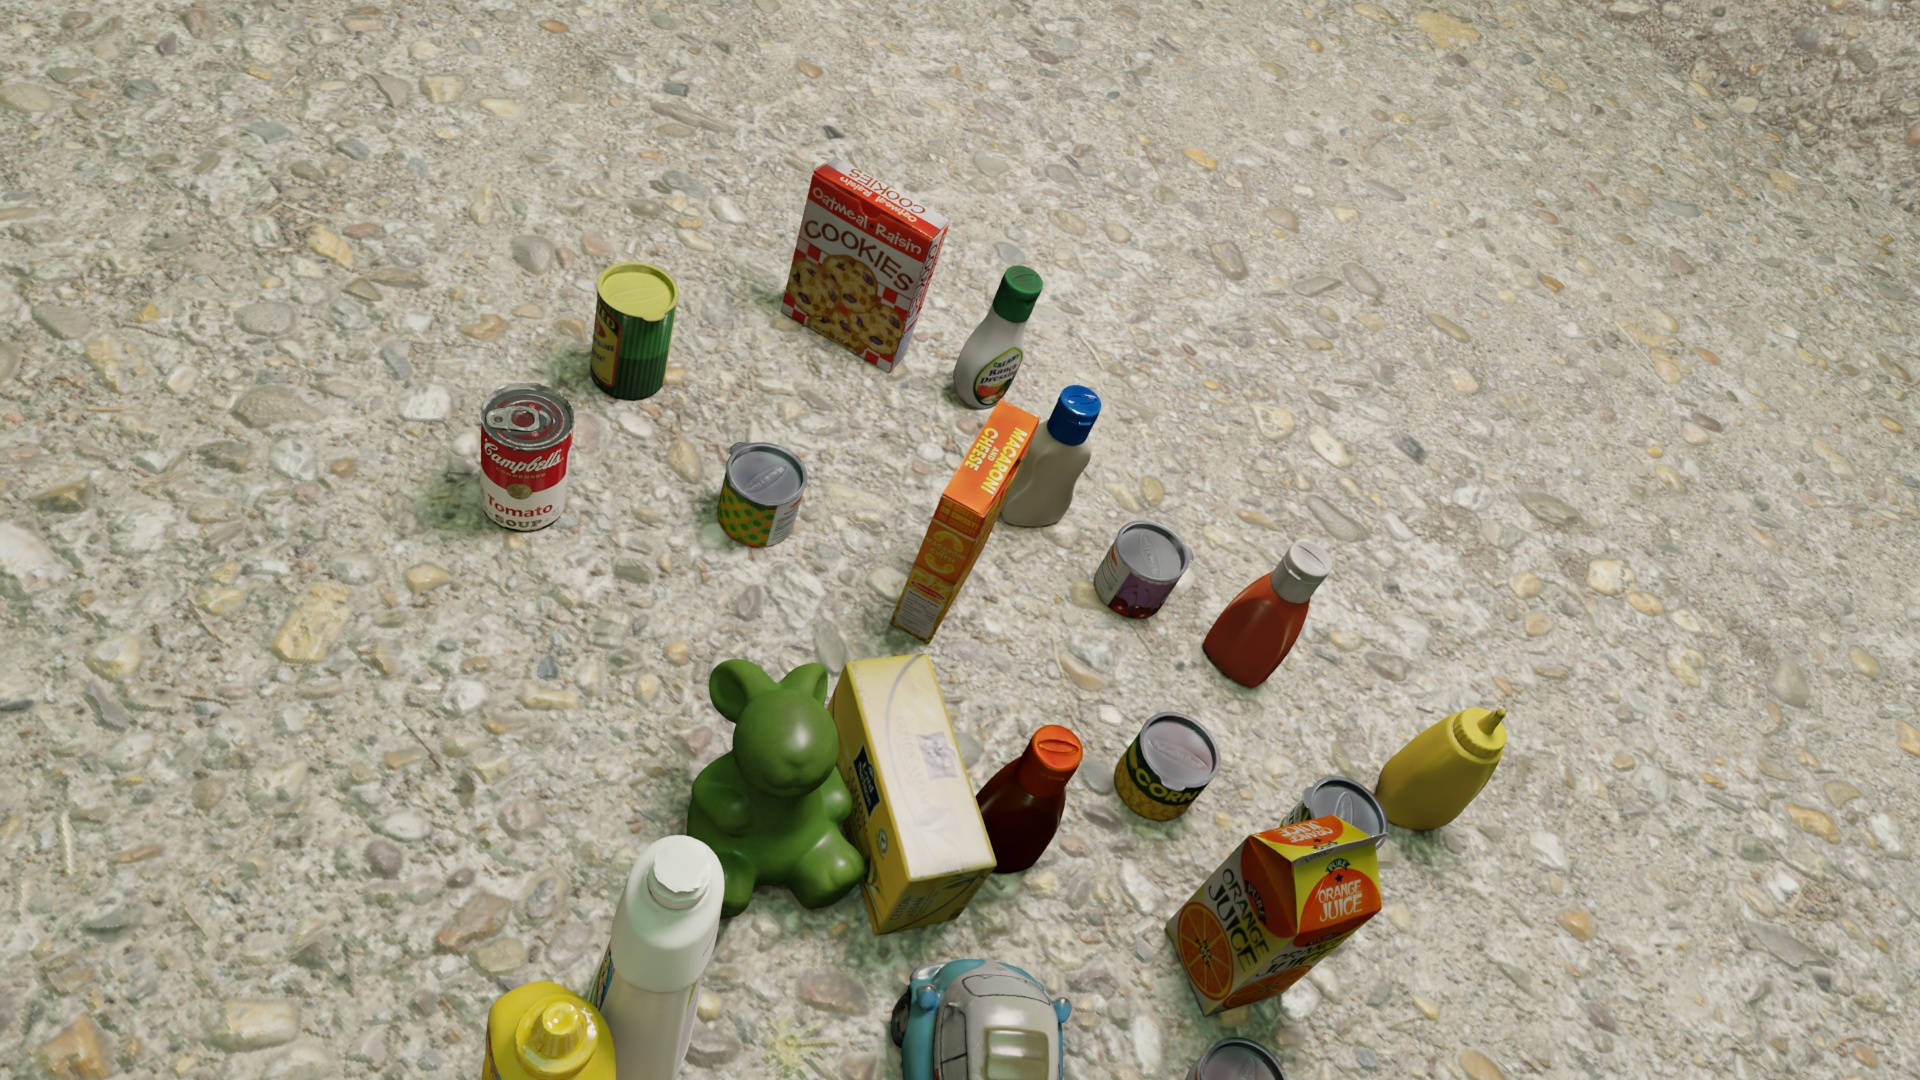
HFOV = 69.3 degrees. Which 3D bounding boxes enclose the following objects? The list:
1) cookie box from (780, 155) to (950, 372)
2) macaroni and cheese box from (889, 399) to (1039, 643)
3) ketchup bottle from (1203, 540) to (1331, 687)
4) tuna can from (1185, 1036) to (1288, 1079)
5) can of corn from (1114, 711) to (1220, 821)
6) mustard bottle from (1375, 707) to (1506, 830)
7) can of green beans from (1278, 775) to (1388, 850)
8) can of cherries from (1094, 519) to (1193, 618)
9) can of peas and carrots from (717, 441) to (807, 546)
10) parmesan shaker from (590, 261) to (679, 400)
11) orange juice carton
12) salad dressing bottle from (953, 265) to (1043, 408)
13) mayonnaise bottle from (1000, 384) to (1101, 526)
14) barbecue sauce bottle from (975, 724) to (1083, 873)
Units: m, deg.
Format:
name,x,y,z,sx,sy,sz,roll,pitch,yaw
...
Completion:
name,x,y,z,sx,sy,sz,roll,pitch,yaw
cookie box,-0.090,-0.249,1.267,0.123,0.166,0.040,30,48,6
macaroni and cheese box,0.004,-0.014,1.107,0.040,0.165,0.124,27,48,3
ketchup bottle,0.257,0.059,1.150,0.065,0.148,0.044,43,51,16
tuna can,0.189,0.376,0.940,0.071,0.032,0.071,10,49,-12
can of corn,0.159,0.178,1.077,0.071,0.058,0.071,10,49,-12
mustard bottle,0.388,0.173,1.095,0.065,0.159,0.049,17,48,-6
can of green beans,0.289,0.227,1.084,0.071,0.057,0.071,10,49,-12
can of cherries,0.158,0.026,1.202,0.071,0.058,0.072,10,49,-12
can of peas and carrots,-0.165,-0.039,1.139,0.071,0.058,0.071,10,49,-12
parmesan shaker,-0.278,-0.175,1.181,0.071,0.102,0.072,10,49,-12
orange juice carton,0.218,0.250,0.948,0.072,0.191,0.073,-7,55,-24
salad dressing bottle,0.036,-0.186,1.274,0.064,0.146,0.044,-19,60,-31
mayonnaise bottle,0.080,-0.071,1.195,0.065,0.147,0.041,-1,53,-21
barbecue sauce bottle,0.045,0.182,0.972,0.065,0.147,0.044,9,50,-13
